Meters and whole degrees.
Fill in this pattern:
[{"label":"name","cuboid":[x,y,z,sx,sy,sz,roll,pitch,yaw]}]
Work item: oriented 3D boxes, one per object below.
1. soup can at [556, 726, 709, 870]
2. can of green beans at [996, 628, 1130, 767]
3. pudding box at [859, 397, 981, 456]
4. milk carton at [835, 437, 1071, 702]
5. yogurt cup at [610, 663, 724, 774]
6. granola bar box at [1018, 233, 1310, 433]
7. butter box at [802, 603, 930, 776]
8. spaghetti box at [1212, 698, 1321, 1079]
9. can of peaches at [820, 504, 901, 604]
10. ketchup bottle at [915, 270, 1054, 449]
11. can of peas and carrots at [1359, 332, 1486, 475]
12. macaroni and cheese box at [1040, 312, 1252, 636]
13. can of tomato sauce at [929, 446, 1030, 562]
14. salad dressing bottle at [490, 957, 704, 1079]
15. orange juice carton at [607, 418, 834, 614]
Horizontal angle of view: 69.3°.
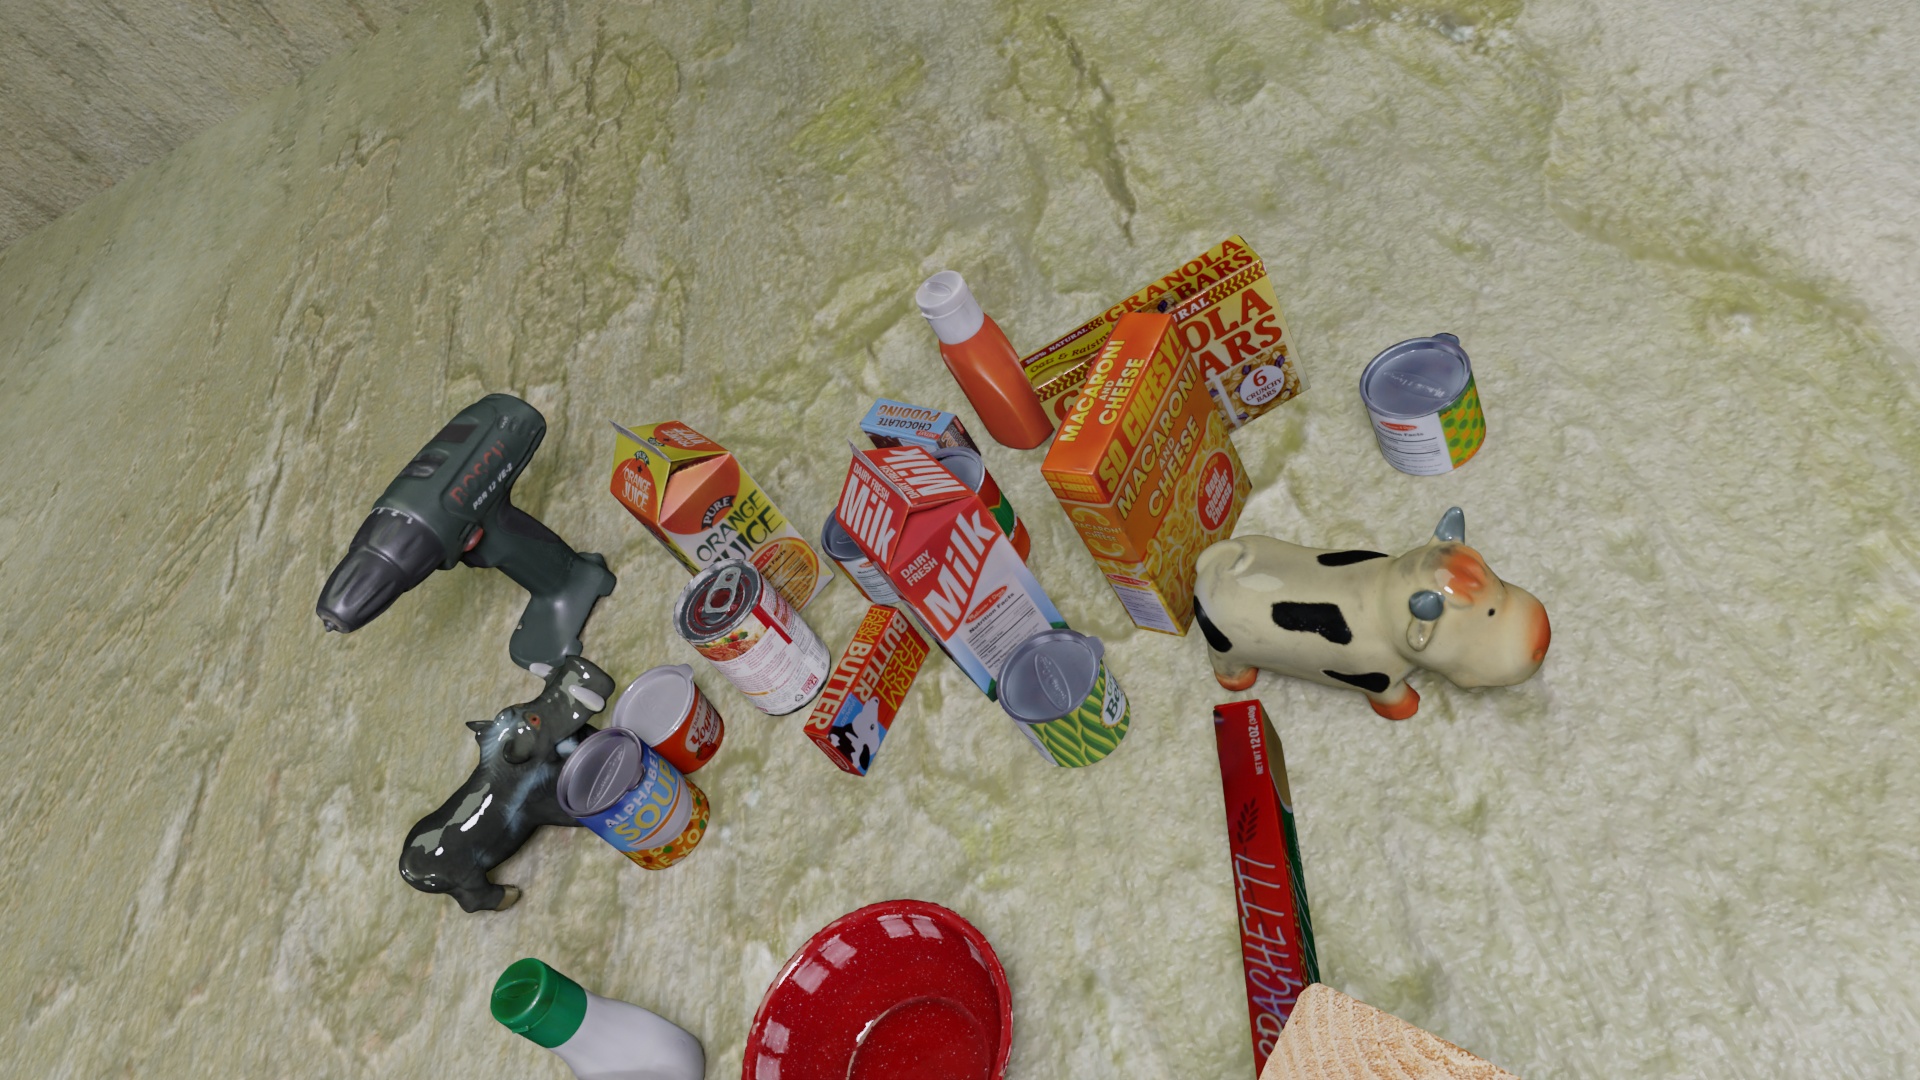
[{"label":"soup can","cuboid":[-0.216,0.174,0.930,0.071,0.083,0.072,-17,46,19]},{"label":"can of green beans","cuboid":[0.064,0.097,0.845,0.071,0.057,0.071,-17,46,19]},{"label":"pudding box","cuboid":[-0.031,-0.077,1.059,0.084,0.049,0.030,16,63,40]},{"label":"milk carton","cuboid":[-0.011,0.011,0.868,0.073,0.190,0.072,-42,44,-6]},{"label":"yogurt cup","cuboid":[-0.204,0.130,0.983,0.072,0.053,0.073,-17,46,19]},{"label":"granola bar box","cuboid":[0.138,-0.112,0.931,0.165,0.123,0.039,-30,44,6]},{"label":"butter box","cuboid":[-0.061,0.098,0.923,0.024,0.053,0.104,7,58,36]},{"label":"spaghetti box","cuboid":[0.160,0.198,0.704,0.028,0.050,0.251,-16,47,19]},{"label":"can of peaches","cuboid":[-0.058,0.002,1.001,0.071,0.058,0.071,-17,46,19]},{"label":"ketchup bottle","cuboid":[0.016,-0.129,1.003,0.043,0.148,0.065,-49,45,-13]},{"label":"can of peas and carrots","cuboid":[0.289,-0.085,0.862,0.071,0.058,0.071,-17,46,19]},{"label":"macaroni and cheese box","cuboid":[0.117,-0.038,0.849,0.040,0.166,0.124,8,58,37]},{"label":"can of tomato sauce","cuboid":[0.003,-0.012,0.957,0.071,0.082,0.071,-17,46,19]},{"label":"salad dressing bottle","cuboid":[-0.203,0.281,0.784,0.064,0.147,0.044,-16,47,20]},{"label":"orange juice carton","cuboid":[-0.178,-0.016,0.993,0.073,0.192,0.072,-48,45,-13]}]
